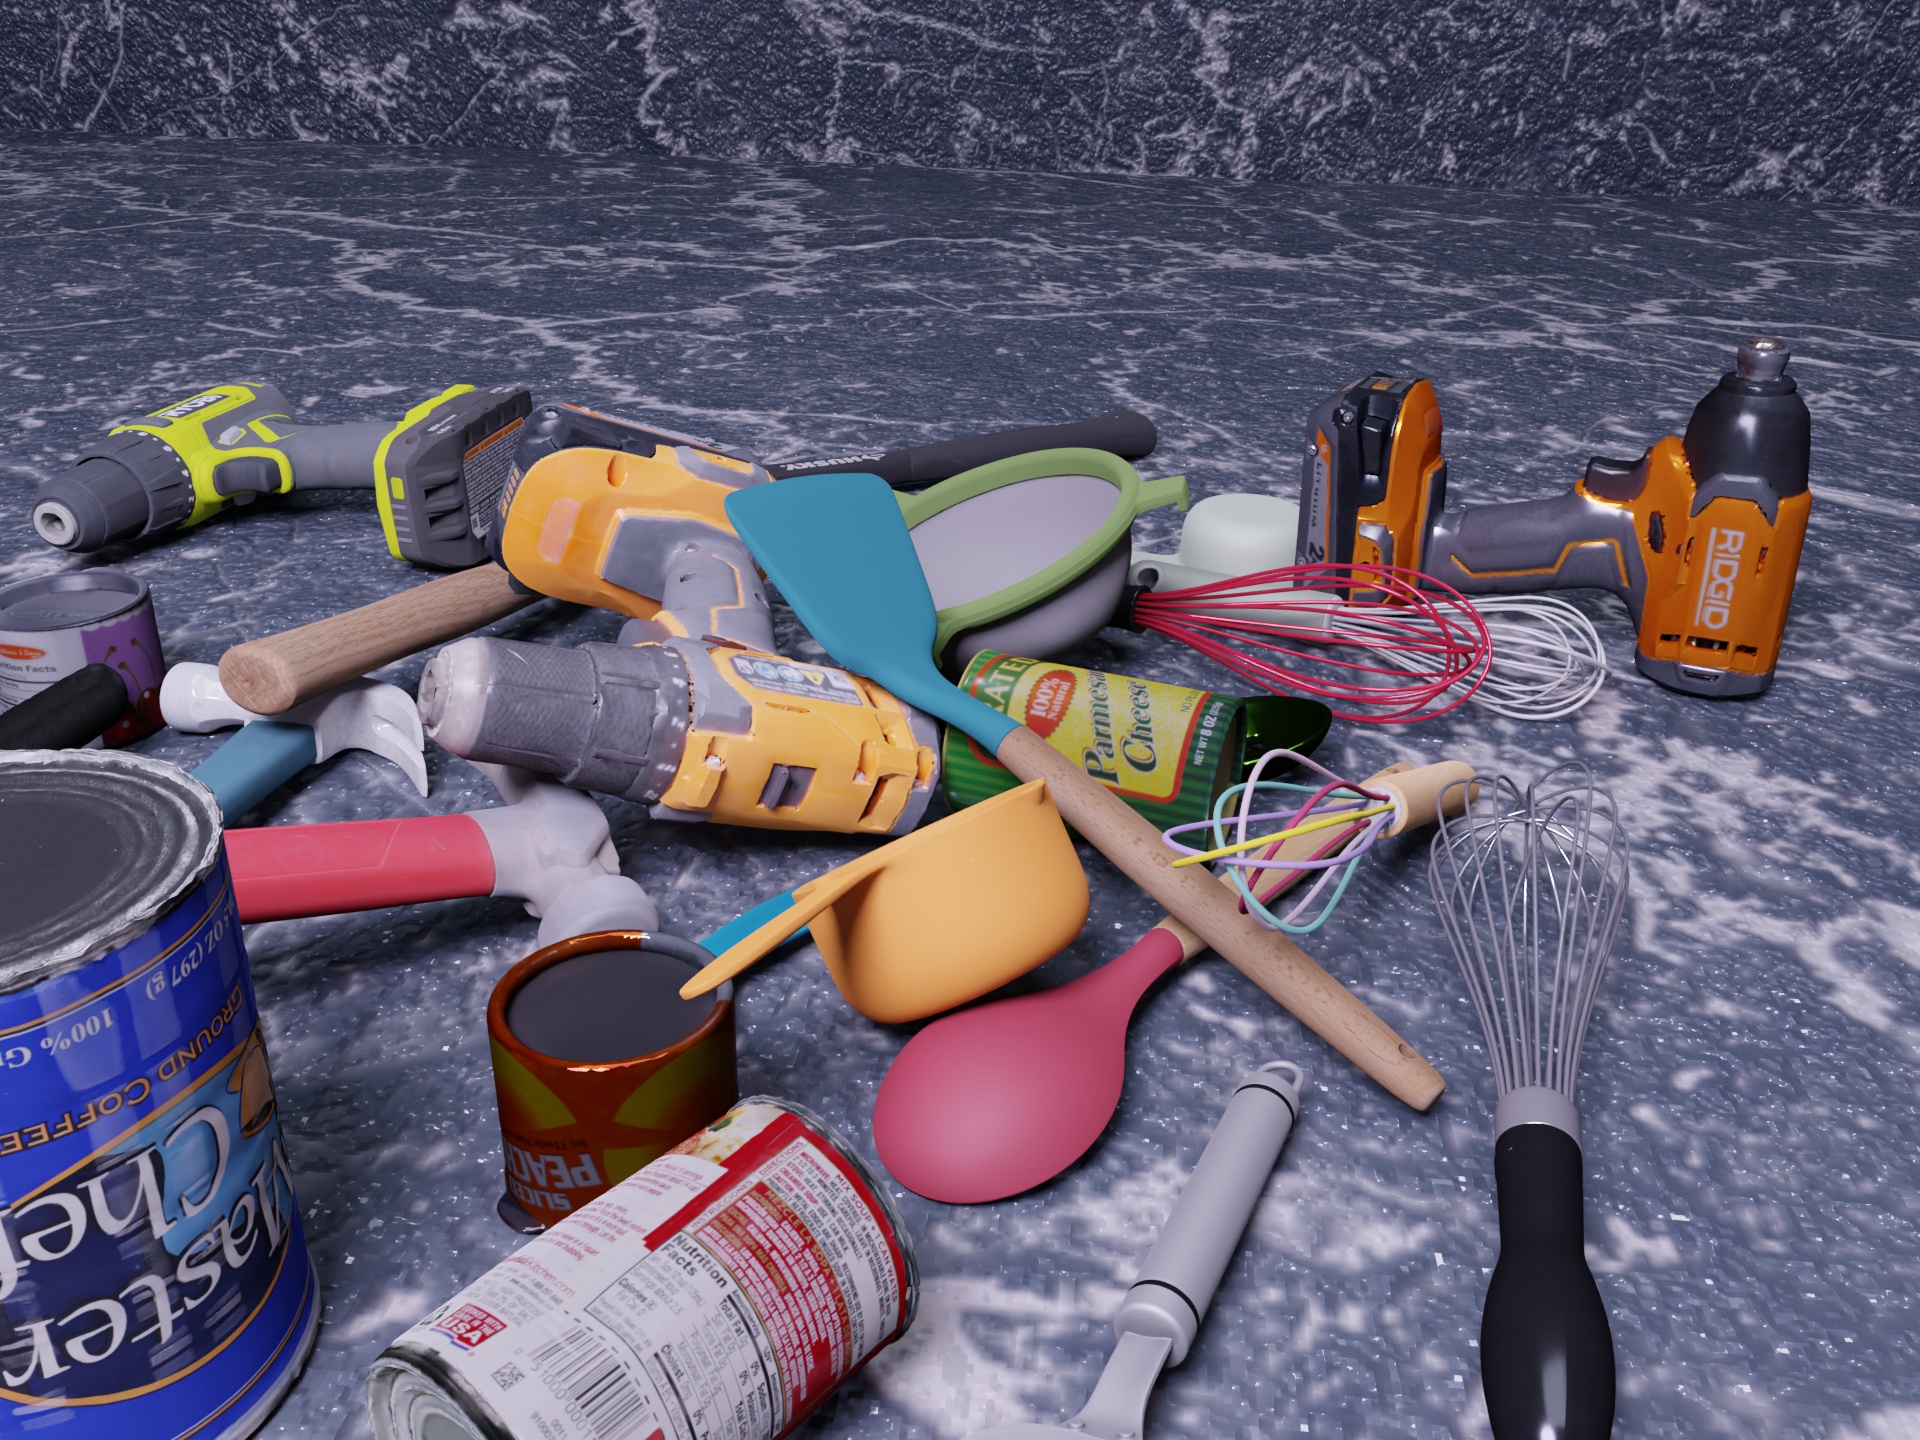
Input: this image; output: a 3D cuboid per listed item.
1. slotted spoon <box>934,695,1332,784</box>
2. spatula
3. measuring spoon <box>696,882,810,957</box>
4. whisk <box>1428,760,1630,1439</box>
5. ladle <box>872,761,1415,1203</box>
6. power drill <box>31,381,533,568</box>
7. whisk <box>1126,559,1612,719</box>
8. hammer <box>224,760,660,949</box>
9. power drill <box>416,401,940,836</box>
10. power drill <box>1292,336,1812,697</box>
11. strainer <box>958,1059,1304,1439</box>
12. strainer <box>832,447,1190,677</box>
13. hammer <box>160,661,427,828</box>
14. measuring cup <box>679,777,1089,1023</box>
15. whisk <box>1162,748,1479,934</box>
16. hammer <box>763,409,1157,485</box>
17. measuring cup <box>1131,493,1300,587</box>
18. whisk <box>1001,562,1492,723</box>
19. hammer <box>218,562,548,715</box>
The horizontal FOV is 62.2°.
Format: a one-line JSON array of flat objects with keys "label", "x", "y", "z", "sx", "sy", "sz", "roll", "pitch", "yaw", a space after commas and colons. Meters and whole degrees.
[{"label": "slotted spoon", "x": -0.001, "y": -0.002, "z": 0.687, "sx": 0.314, "sy": 0.031, "sz": 0.070, "roll": 5, "pitch": 25, "yaw": 12}, {"label": "spatula", "x": 0.037, "y": 0.014, "z": 0.541, "sx": 0.082, "sy": 0.044, "sz": 0.318, "roll": -16, "pitch": 47, "yaw": -44}, {"label": "measuring spoon", "x": -0.073, "y": 0.081, "z": 0.531, "sx": 0.042, "sy": 0.021, "sz": 0.128, "roll": 24, "pitch": 24, "yaw": 25}, {"label": "whisk", "x": 0.167, "y": 0.099, "z": 0.465, "sx": 0.070, "sy": 0.070, "sz": 0.285, "roll": 8, "pitch": 32, "yaw": 14}, {"label": "ladle", "x": 0.086, "y": 0.069, "z": 0.548, "sx": 0.069, "sy": 0.031, "sz": 0.315, "roll": 21, "pitch": 30, "yaw": 34}, {"label": "power drill", "x": -0.368, "y": -0.136, "z": 0.883, "sx": 0.228, "sy": 0.080, "sz": 0.191, "roll": 3, "pitch": 26, "yaw": 9}, {"label": "whisk", "x": 0.190, "y": -0.048, "z": 0.777, "sx": 0.246, "sy": 0.058, "sz": 0.059, "roll": 15, "pitch": -5, "yaw": 31}, {"label": "hammer", "x": -0.285, "y": 0.042, "z": 0.445, "sx": 0.386, "sy": 0.038, "sz": 0.143, "roll": -3, "pitch": 35, "yaw": -39}, {"label": "power drill", "x": -0.127, "y": -0.042, "z": 0.622, "sx": 0.185, "sy": 0.084, "sz": 0.226, "roll": 9, "pitch": 30, "yaw": -33}, {"label": "power drill", "x": 0.285, "y": -0.110, "z": 0.771, "sx": 0.226, "sy": 0.164, "sz": 0.084, "roll": 13, "pitch": 29, "yaw": 26}, {"label": "strainer", "x": 0.042, "y": 0.146, "z": 0.375, "sx": 0.087, "sy": 0.050, "sz": 0.258, "roll": -2, "pitch": 19, "yaw": 28}, {"label": "strainer", "x": -0.005, "y": -0.074, "z": 0.772, "sx": 0.151, "sy": 0.069, "sz": 0.257, "roll": -34, "pitch": 29, "yaw": -16}, {"label": "hammer", "x": -0.285, "y": 0.052, "z": 0.533, "sx": 0.128, "sy": 0.033, "sz": 0.331, "roll": 4, "pitch": 23, "yaw": 4}, {"label": "measuring cup", "x": -0.021, "y": 0.068, "z": 0.463, "sx": 0.095, "sy": 0.052, "sz": 0.173, "roll": -25, "pitch": 1, "yaw": 28}, {"label": "whisk", "x": 0.140, "y": 0.033, "z": 0.545, "sx": 0.051, "sy": 0.047, "sz": 0.245, "roll": 49, "pitch": 26, "yaw": 21}, {"label": "hammer", "x": -0.020, "y": -0.160, "z": 0.998, "sx": 0.334, "sy": 0.035, "sz": 0.146, "roll": -12, "pitch": 29, "yaw": -27}, {"label": "measuring cup", "x": 0.116, "y": -0.105, "z": 0.886, "sx": 0.167, "sy": 0.038, "sz": 0.083, "roll": 5, "pitch": 26, "yaw": 3}, {"label": "whisk", "x": 0.104, "y": -0.051, "z": 0.758, "sx": 0.296, "sy": 0.073, "sz": 0.073, "roll": 12, "pitch": 27, "yaw": 31}, {"label": "hammer", "x": -0.219, "y": -0.063, "z": 0.752, "sx": 0.130, "sy": 0.031, "sz": 0.331, "roll": 8, "pitch": 19, "yaw": 17}]
